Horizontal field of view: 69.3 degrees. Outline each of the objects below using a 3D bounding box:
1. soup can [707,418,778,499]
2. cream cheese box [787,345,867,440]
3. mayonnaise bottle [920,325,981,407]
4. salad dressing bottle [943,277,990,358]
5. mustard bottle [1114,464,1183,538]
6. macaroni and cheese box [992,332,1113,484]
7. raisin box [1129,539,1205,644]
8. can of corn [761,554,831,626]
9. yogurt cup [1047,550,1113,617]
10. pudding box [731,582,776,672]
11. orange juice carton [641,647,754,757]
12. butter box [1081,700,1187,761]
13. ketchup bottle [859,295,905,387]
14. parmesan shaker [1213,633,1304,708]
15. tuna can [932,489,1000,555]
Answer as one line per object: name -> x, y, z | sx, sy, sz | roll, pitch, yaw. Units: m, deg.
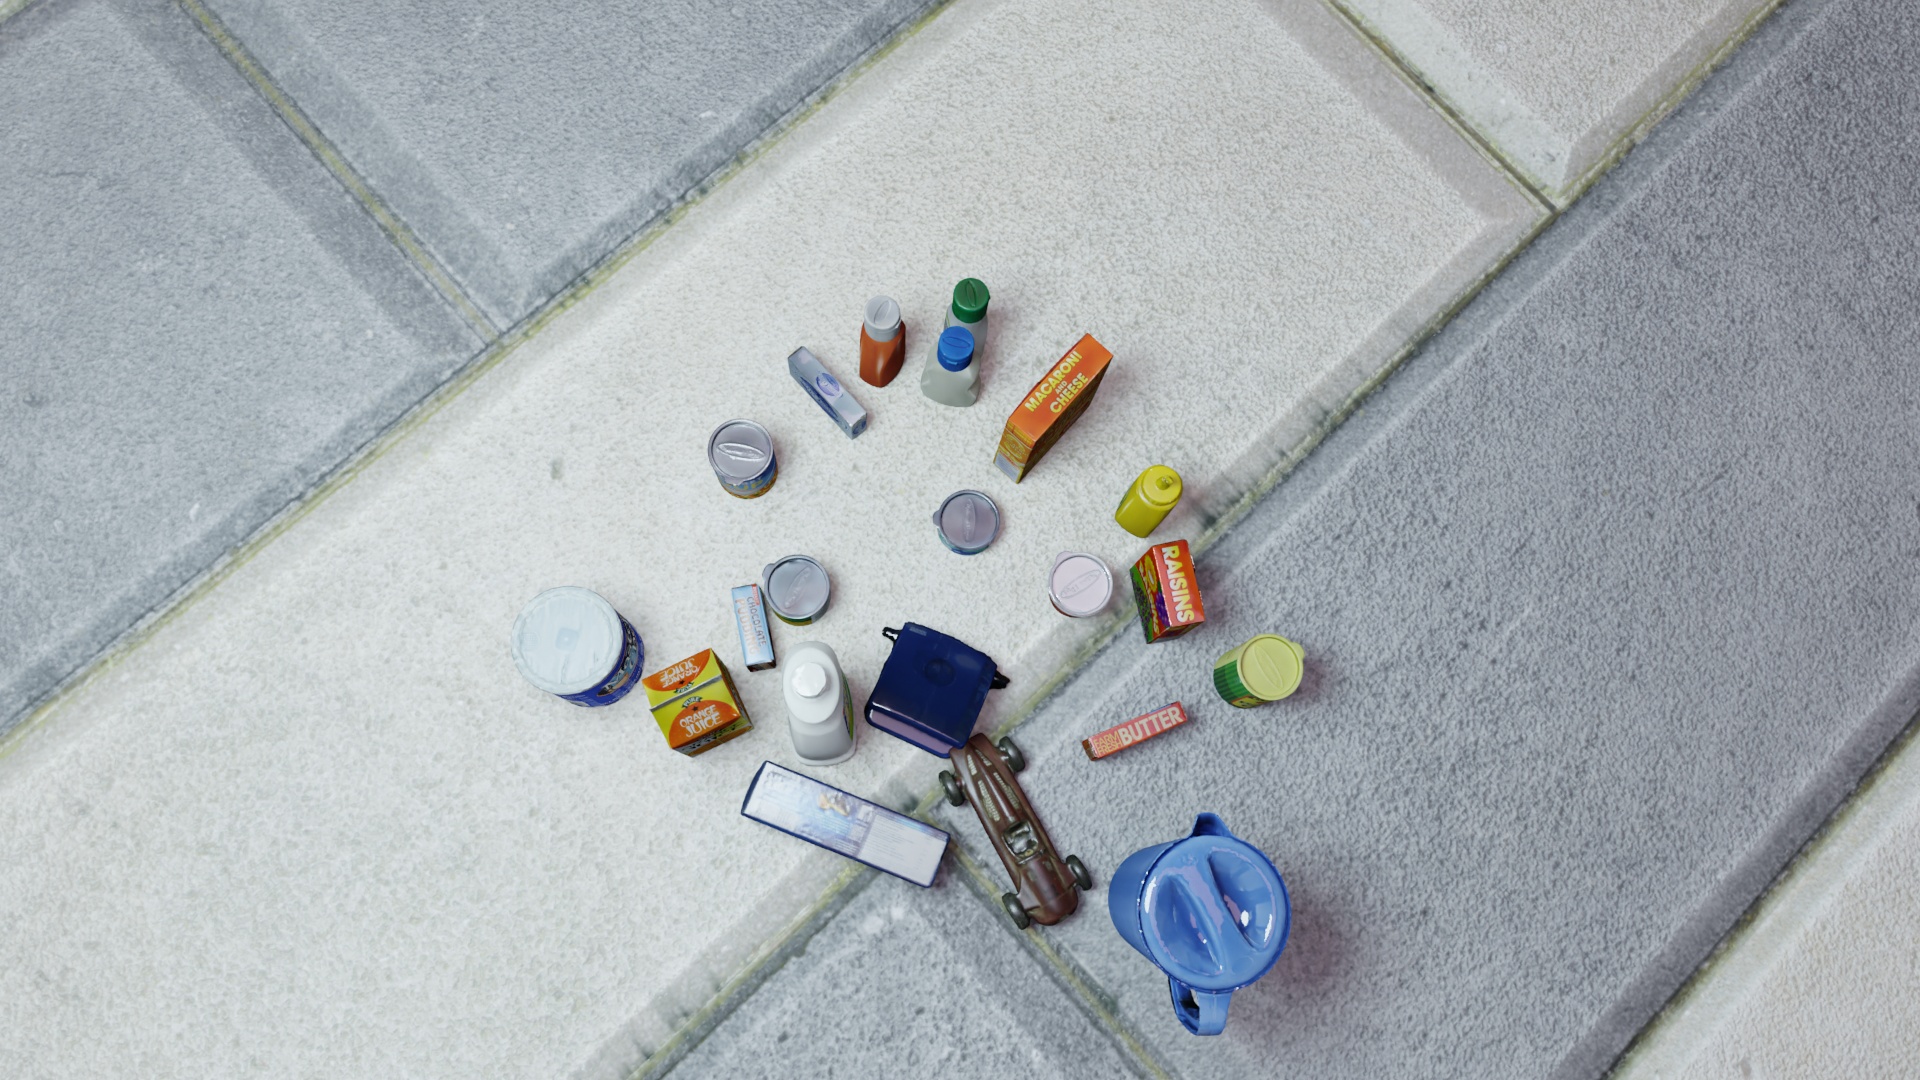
soup can -> -0.225, -0.081, 1.442 | 0.071, 0.083, 0.071 | 1, 77, -3
cream cheese box -> -0.141, -0.157, 1.480 | 0.024, 0.053, 0.104 | -42, 83, -11
mayonnaise bottle -> -0.008, -0.181, 1.446 | 0.065, 0.147, 0.041 | 14, 77, 0
salad dressing bottle -> 0.007, -0.232, 1.459 | 0.044, 0.147, 0.064 | -10, 78, -6
mustard bottle -> 0.198, -0.047, 1.421 | 0.049, 0.160, 0.065 | 35, 78, 4
macaroni and cheese box -> 0.092, -0.133, 1.431 | 0.040, 0.166, 0.124 | 41, 78, 6
raisin box -> 0.210, 0.054, 1.418 | 0.040, 0.123, 0.086 | -10, 78, -6
can of corn -> -0.169, 0.051, 1.428 | 0.071, 0.058, 0.071 | 1, 77, -3
yogurt cup -> 0.122, 0.050, 1.449 | 0.072, 0.054, 0.072 | 1, 77, -3
pudding box -> -0.211, 0.090, 1.420 | 0.030, 0.049, 0.084 | -12, 78, -6
orange juice carton -> -0.251, 0.156, 1.329 | 0.072, 0.192, 0.073 | -25, 80, -8
butter box -> 0.177, 0.195, 1.419 | 0.104, 0.053, 0.024 | -21, 80, -8
ketchup bottle -> -0.081, -0.211, 1.448 | 0.043, 0.148, 0.065 | 26, 77, 2
parmesan shaker -> 0.304, 0.134, 1.415 | 0.071, 0.103, 0.071 | 1, 77, -3
tuna can -> 0.005, -0.018, 1.468 | 0.071, 0.032, 0.071 | 1, 77, -3
